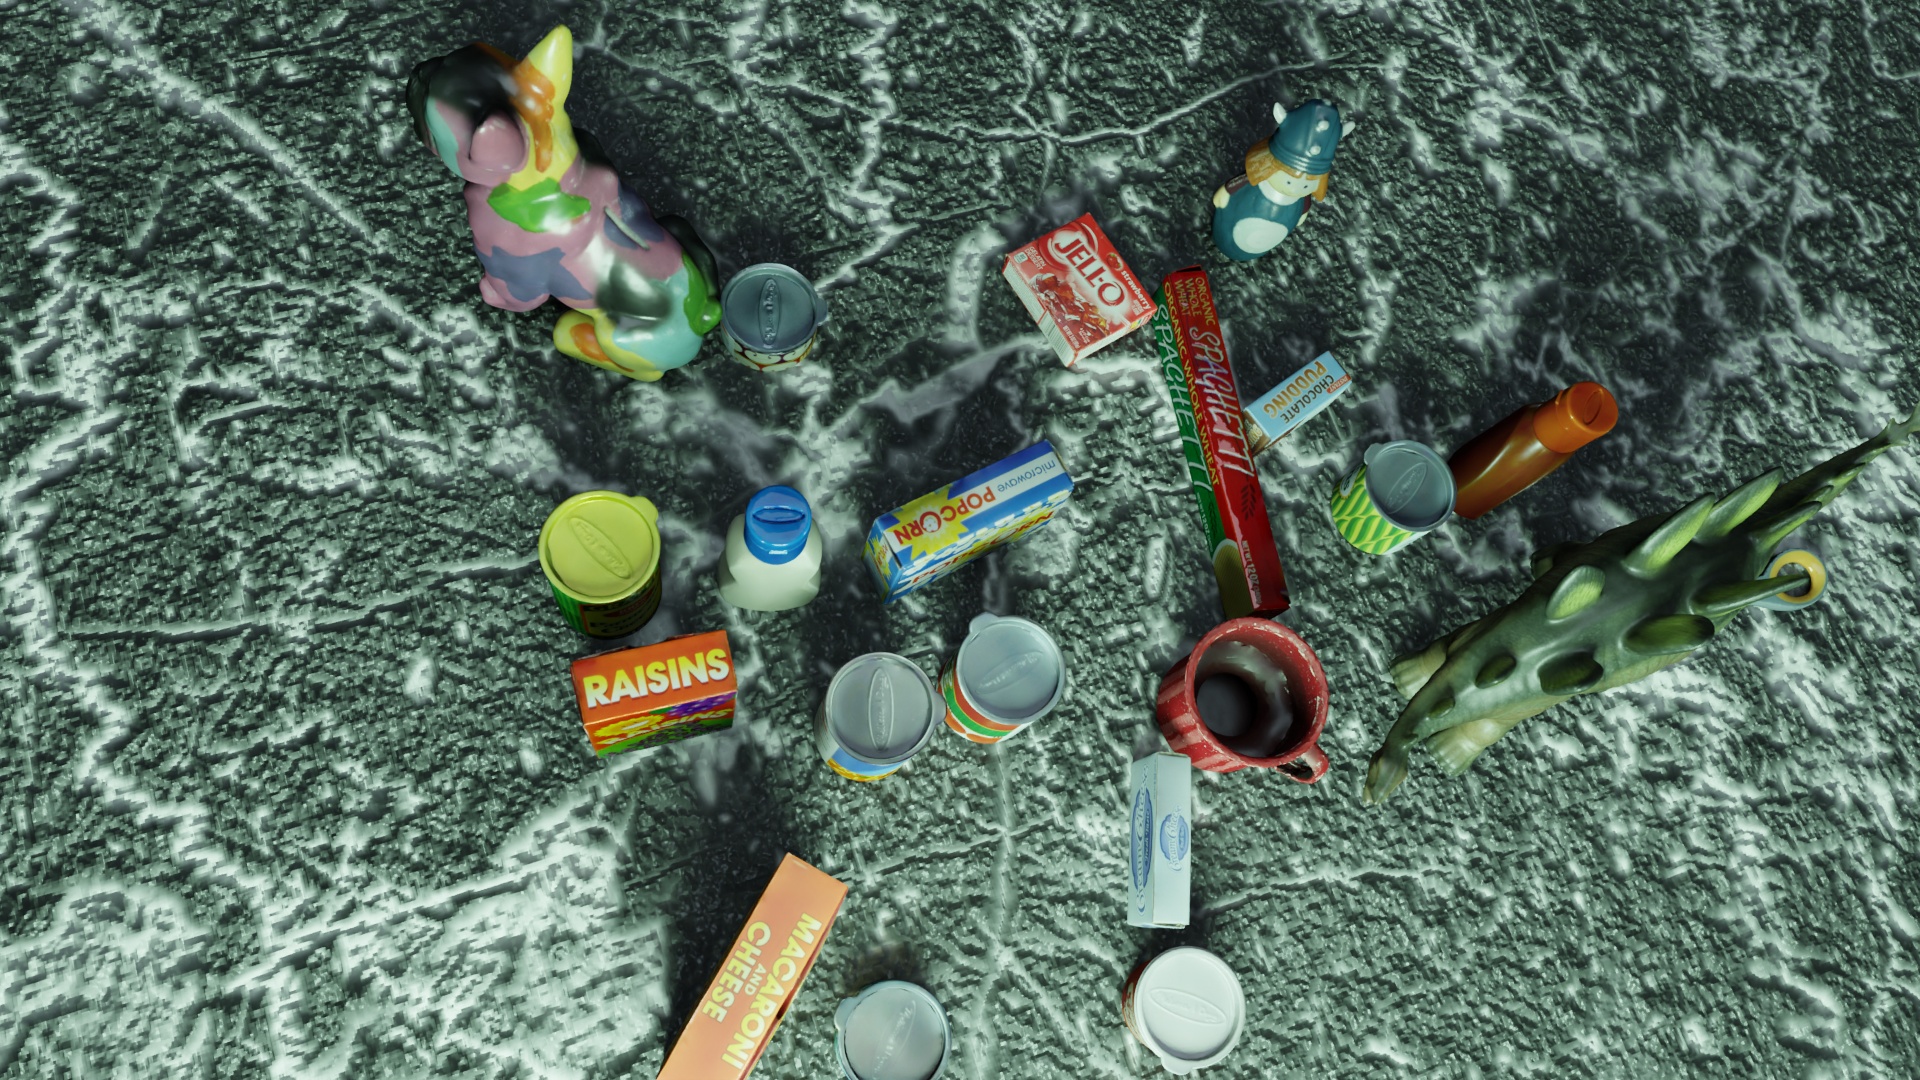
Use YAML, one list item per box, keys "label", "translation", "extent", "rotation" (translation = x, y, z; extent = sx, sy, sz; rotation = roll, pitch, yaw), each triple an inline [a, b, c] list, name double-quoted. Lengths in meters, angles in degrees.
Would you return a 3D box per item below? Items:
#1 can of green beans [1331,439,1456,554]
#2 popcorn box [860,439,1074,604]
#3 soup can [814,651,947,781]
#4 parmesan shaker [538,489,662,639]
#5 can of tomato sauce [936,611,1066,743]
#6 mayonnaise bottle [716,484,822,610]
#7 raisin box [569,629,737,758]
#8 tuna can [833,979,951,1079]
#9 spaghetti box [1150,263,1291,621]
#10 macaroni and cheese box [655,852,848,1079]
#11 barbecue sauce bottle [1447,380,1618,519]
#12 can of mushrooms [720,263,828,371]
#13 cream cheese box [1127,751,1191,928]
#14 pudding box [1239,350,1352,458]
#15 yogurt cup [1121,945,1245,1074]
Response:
- label: "can of green beans"
  translation: [0.298, -0.029, 0.961]
  extent: [0.071, 0.057, 0.071]
  rotation: [3, 73, -10]
- label: "popcorn box"
  translation: [0.003, -0.011, 0.884]
  extent: [0.127, 0.085, 0.038]
  rotation: [-26, 80, -17]
- label: "soup can"
  translation: [-0.050, 0.108, 0.838]
  extent: [0.071, 0.083, 0.071]
  rotation: [3, 73, -10]
- label: "parmesan shaker"
  translation: [-0.209, 0.016, 0.826]
  extent: [0.071, 0.102, 0.071]
  rotation: [3, 73, -10]
- label: "can of tomato sauce"
  translation: [0.022, 0.086, 0.859]
  extent: [0.071, 0.083, 0.071]
  rotation: [3, 73, -10]
- label: "mayonnaise bottle"
  translation: [-0.111, 0.006, 0.824]
  extent: [0.065, 0.147, 0.041]
  rotation: [1, 73, -10]
- label: "raisin box"
  translation: [-0.174, 0.089, 0.799]
  extent: [0.086, 0.123, 0.040]
  rotation: [-11, 76, -14]
- label: "tuna can"
  translation: [-0.042, 0.289, 0.810]
  extent: [0.071, 0.032, 0.071]
  rotation: [3, 73, -10]
- label: "spaghetti box"
  translation: [0.175, -0.066, 0.953]
  extent: [0.029, 0.050, 0.250]
  rotation: [-8, 75, -13]
- label: "macaroni and cheese box"
  translation: [-0.112, 0.235, 0.743]
  extent: [0.040, 0.166, 0.124]
  rotation: [30, 70, -1]
- label: "barbecue sauce bottle"
  translation: [0.383, -0.063, 0.939]
  extent: [0.044, 0.148, 0.065]
  rotation: [33, 70, 0]
- label: "can of mushrooms"
  translation: [-0.125, -0.148, 0.930]
  extent: [0.071, 0.033, 0.071]
  rotation: [3, 73, -10]
- label: "cream cheese box"
  translation: [0.123, 0.187, 0.862]
  extent: [0.024, 0.053, 0.104]
  rotation: [7, 72, -9]
- label: "pudding box"
  translation: [0.228, -0.093, 0.971]
  extent: [0.084, 0.049, 0.030]
  rotation: [-34, 82, -18]
- label: "yogurt cup"
  translation: [0.130, 0.279, 0.835]
  extent: [0.072, 0.053, 0.072]
  rotation: [3, 73, -10]
